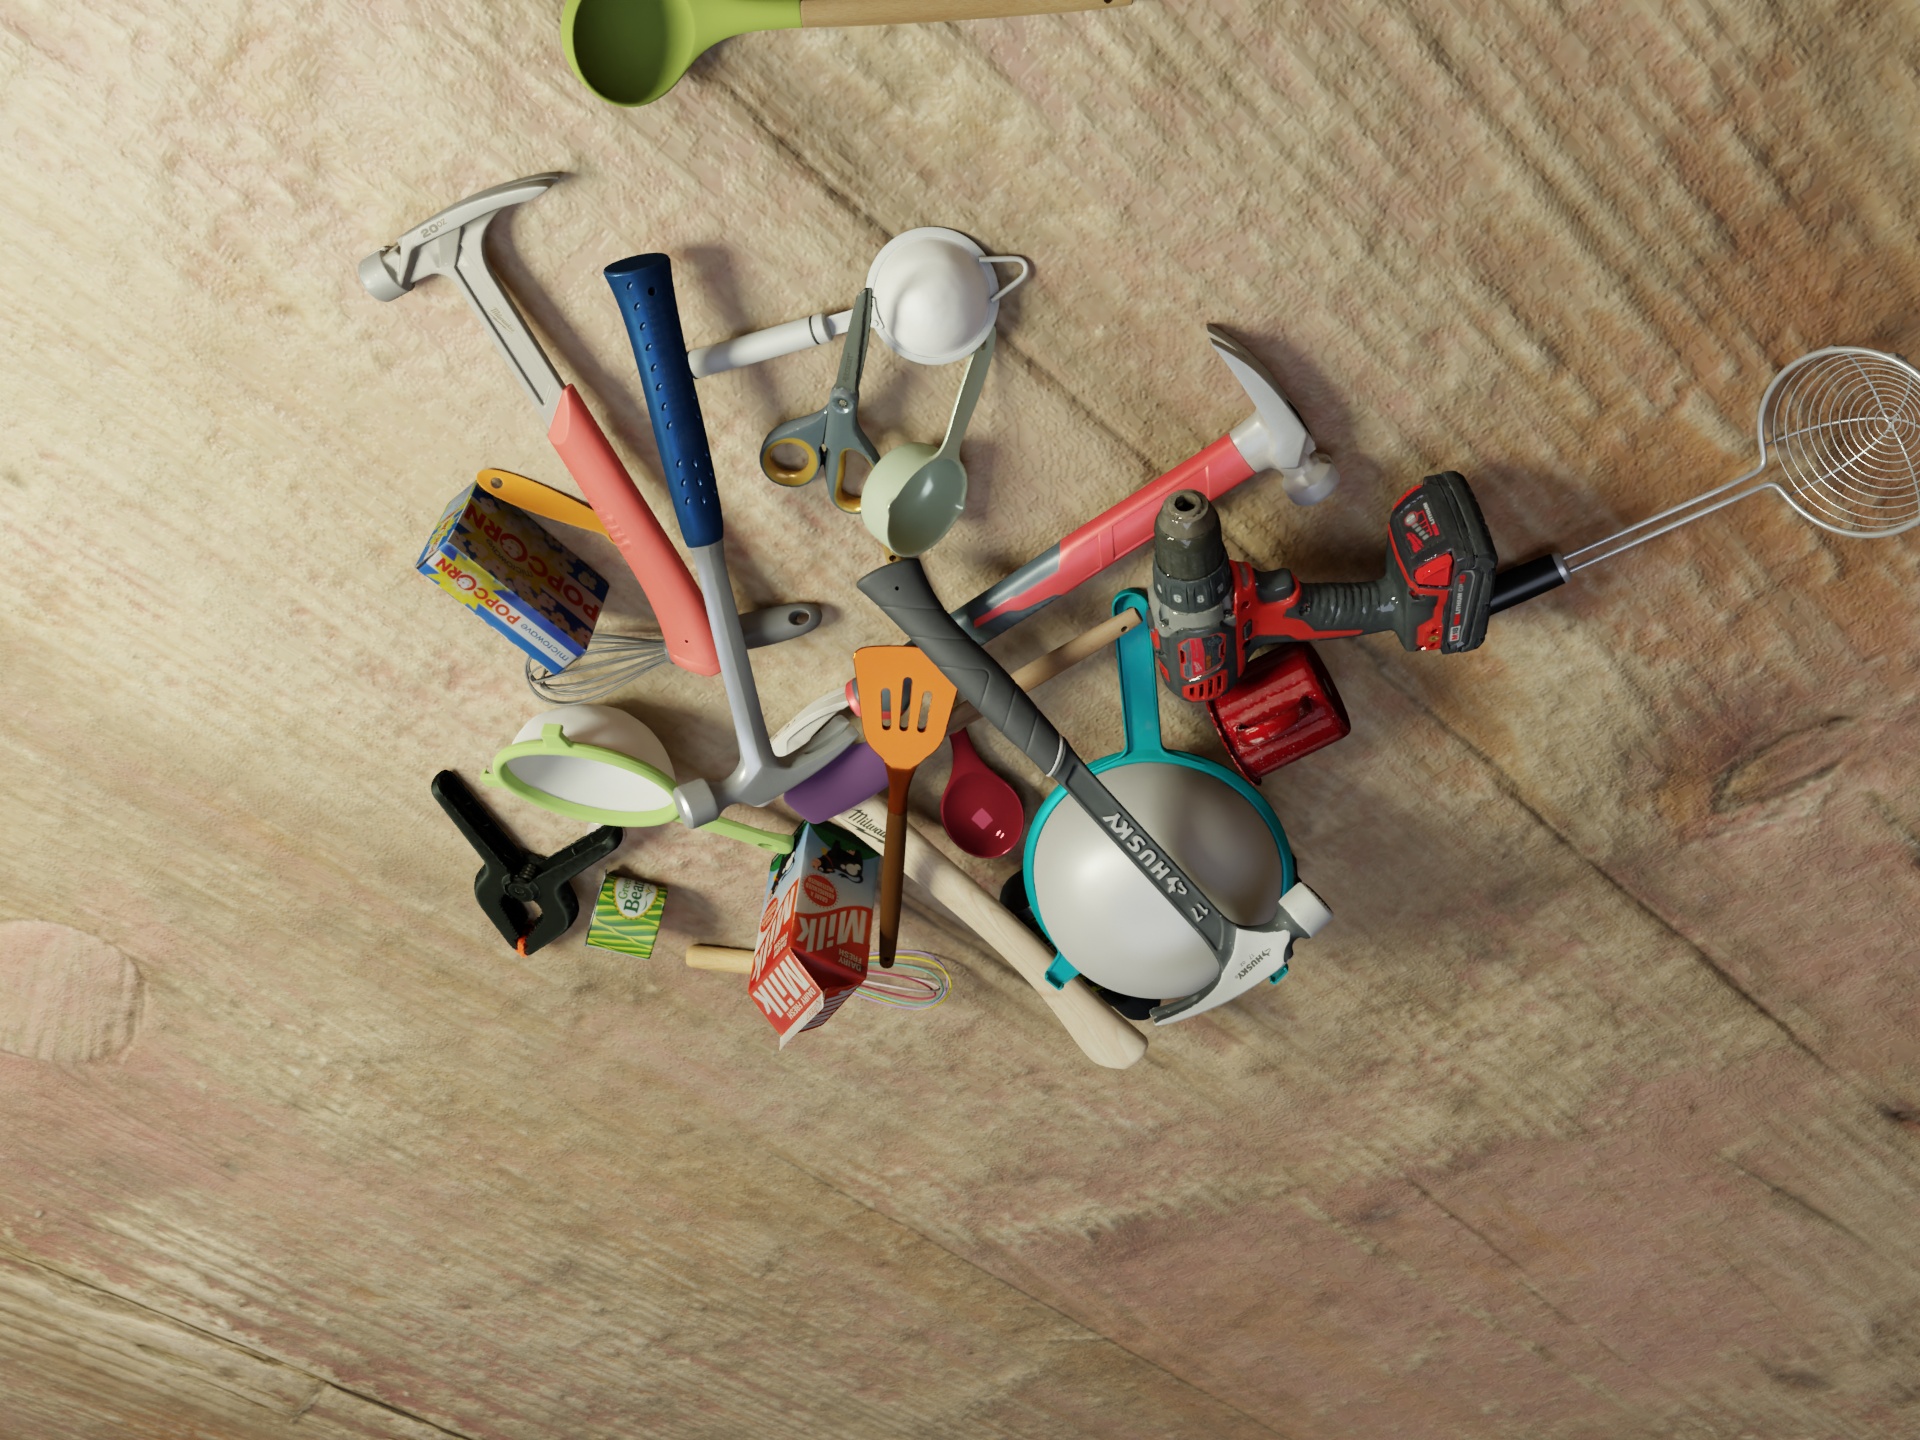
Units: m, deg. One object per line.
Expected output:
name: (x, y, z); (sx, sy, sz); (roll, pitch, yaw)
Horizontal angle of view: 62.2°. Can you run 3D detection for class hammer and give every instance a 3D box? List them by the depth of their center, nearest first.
hammer: (-0.244, -0.182, 1.077); (0.149, 0.037, 0.358); (-18, 121, 19)
hammer: (-0.167, -0.115, 1.090); (0.144, 0.035, 0.405); (-22, 124, -20)
hammer: (0.063, -0.118, 1.118); (0.386, 0.038, 0.143); (-31, 121, 23)
hammer: (0.076, 0.043, 1.128); (0.149, 0.036, 0.409); (-43, 96, 4)
hammer: (0.009, 0.141, 1.304); (0.410, 0.038, 0.146); (43, 122, -12)

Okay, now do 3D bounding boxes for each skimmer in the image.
skimmer: (0.460, -0.126, 1.065); (0.363, 0.090, 0.127); (-26, 93, 27)

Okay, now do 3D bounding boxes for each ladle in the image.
ladle: (-0.063, -0.392, 0.889); (0.320, 0.062, 0.078); (-2, 134, 3)
ladle: (-0.012, -0.014, 1.239); (0.069, 0.031, 0.315); (-11, 128, 10)

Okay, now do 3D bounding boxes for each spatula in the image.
spatula: (-0.002, -0.004, 1.196); (0.316, 0.018, 0.059); (-29, 130, 19)
spatula: (-0.049, 0.079, 1.235); (0.081, 0.041, 0.322); (4, 132, -3)

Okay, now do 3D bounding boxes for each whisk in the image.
whisk: (-0.220, -0.057, 1.206); (0.239, 0.055, 0.055); (-12, 130, 8)
whisk: (-0.130, 0.233, 1.455); (0.245, 0.051, 0.047); (6, 137, 2)

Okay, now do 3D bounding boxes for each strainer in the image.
strainer: (-0.082, -0.253, 1.025); (0.258, 0.050, 0.086); (-11, 114, 18)
strainer: (0.140, 0.075, 1.192); (0.211, 0.095, 0.340); (-3, 111, 11)
strainer: (-0.243, 0.043, 1.279); (0.256, 0.069, 0.151); (21, 153, -29)

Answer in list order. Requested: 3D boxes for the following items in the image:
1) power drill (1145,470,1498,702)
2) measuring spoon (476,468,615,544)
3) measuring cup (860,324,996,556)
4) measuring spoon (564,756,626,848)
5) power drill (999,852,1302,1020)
power drill: (0.236, -0.100, 1.071); (0.226, 0.080, 0.187); (-11, 144, 4)
measuring spoon: (-0.291, -0.153, 1.143); (0.117, 0.021, 0.011); (21, 172, -13)
measuring cup: (-0.019, -0.192, 1.071); (0.038, 0.083, 0.167); (35, 115, 30)
measuring spoon: (-0.312, 0.068, 1.336); (0.034, 0.018, 0.124); (-4, 131, 8)
power drill: (0.172, 0.169, 1.354); (0.228, 0.080, 0.190); (-29, 122, 29)
